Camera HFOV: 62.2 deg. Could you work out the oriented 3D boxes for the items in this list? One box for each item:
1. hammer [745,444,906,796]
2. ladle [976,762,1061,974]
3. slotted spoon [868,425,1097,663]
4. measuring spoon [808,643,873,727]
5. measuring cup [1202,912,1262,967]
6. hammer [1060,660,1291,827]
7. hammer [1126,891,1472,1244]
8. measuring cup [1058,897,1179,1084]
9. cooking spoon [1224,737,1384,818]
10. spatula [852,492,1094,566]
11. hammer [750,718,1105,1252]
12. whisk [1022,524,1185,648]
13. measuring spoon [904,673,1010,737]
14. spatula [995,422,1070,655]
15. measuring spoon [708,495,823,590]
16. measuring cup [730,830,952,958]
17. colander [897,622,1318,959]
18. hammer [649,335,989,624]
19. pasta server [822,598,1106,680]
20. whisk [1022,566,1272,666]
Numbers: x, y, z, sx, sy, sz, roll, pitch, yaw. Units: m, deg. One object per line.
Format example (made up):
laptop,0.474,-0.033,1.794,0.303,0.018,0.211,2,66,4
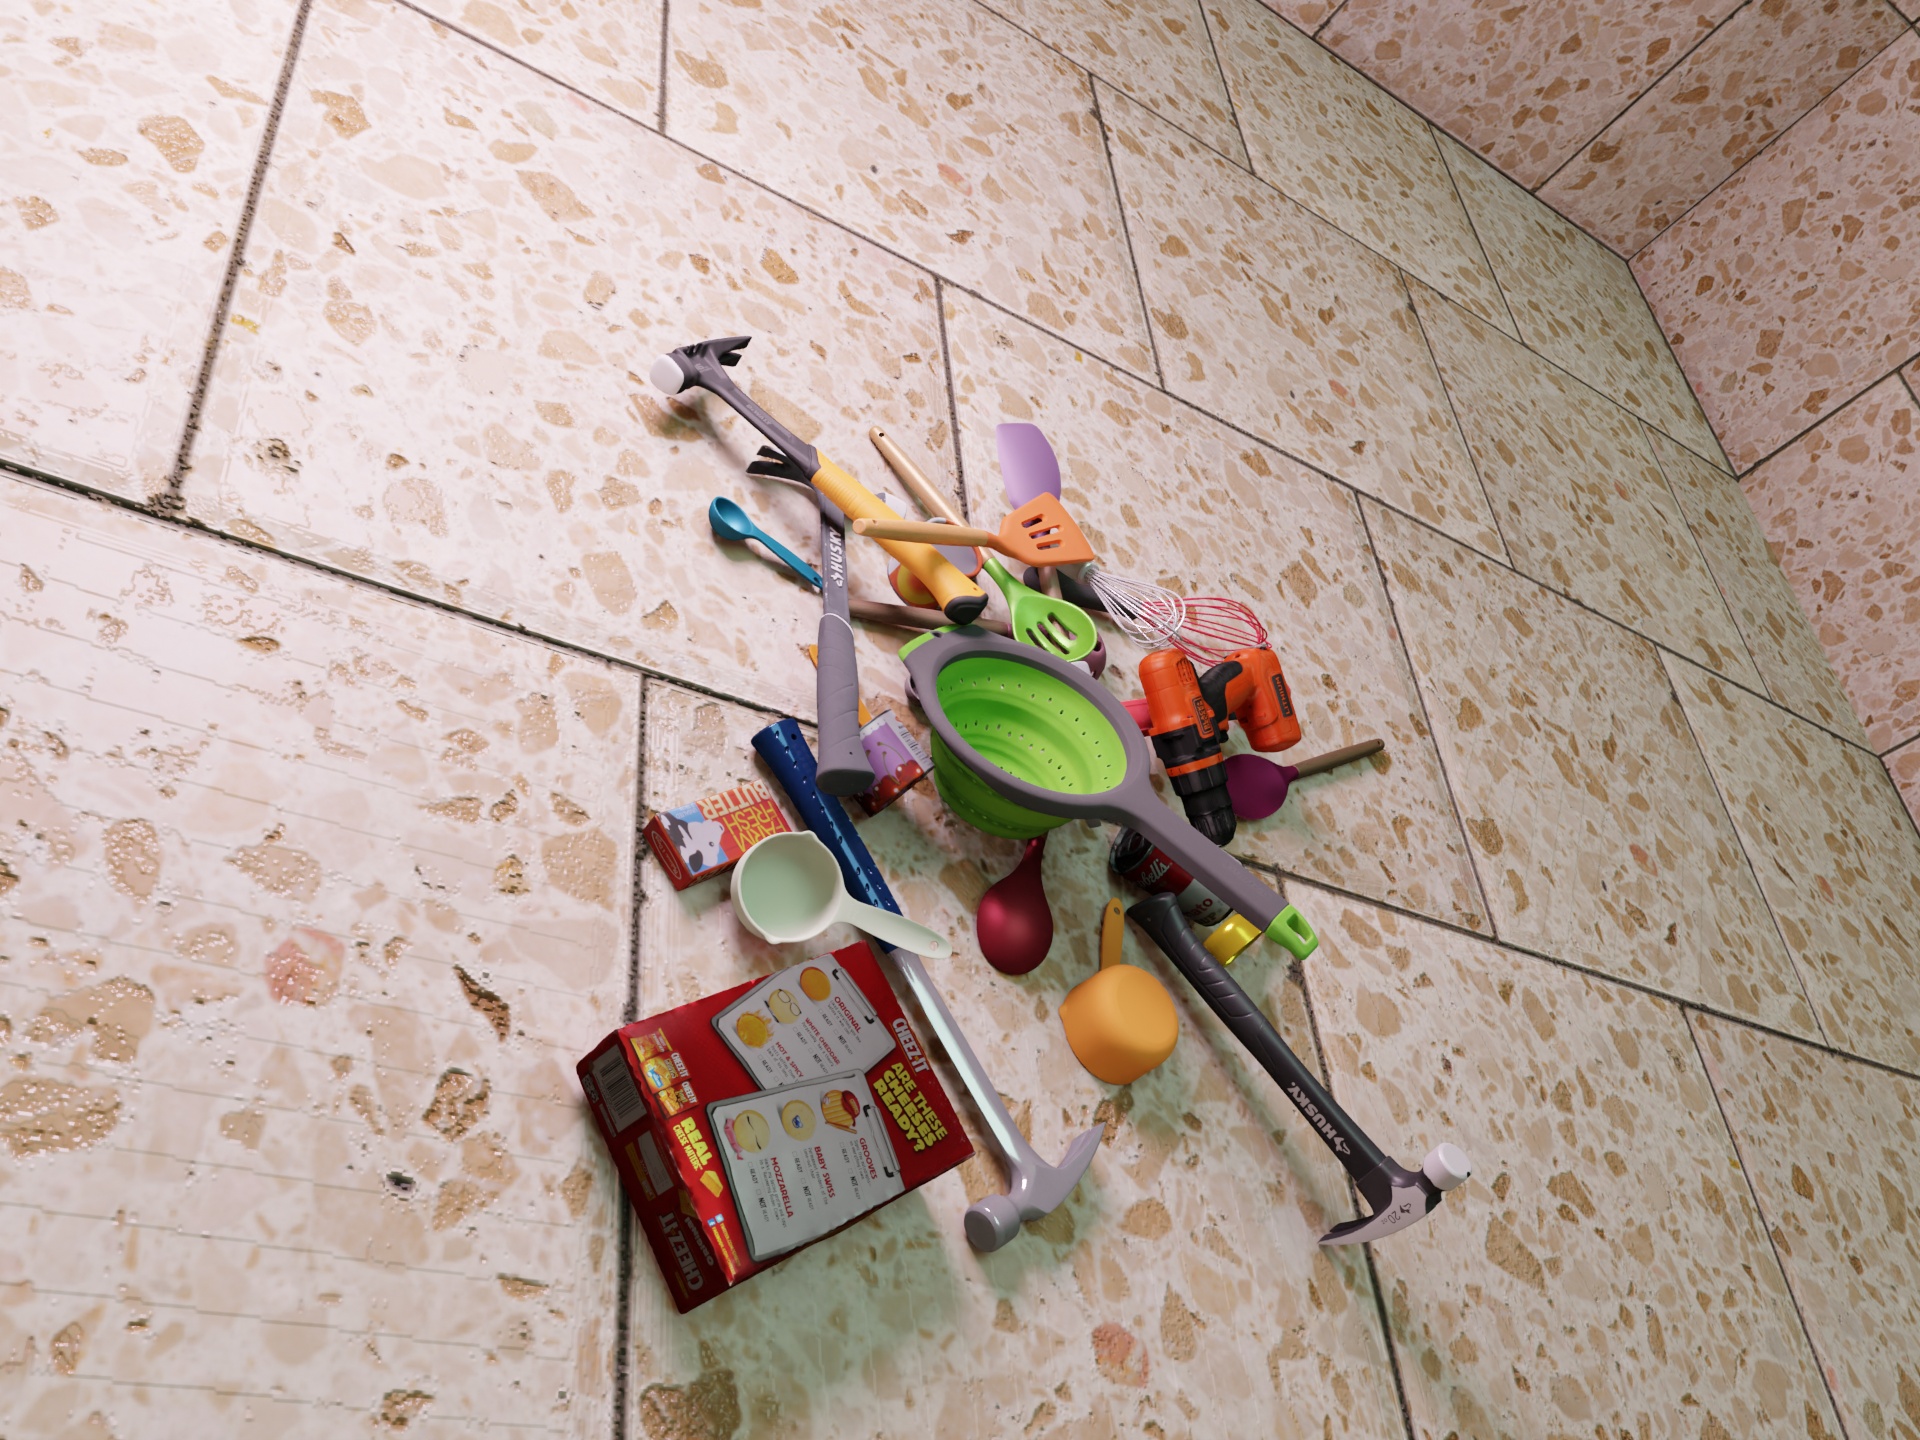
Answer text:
hammer,-0.102,-0.087,1.262,0.149,0.036,0.409,24,34,-24
ladle,0.069,0.085,1.345,0.069,0.031,0.316,34,40,-14
slotted spoon,0.012,-0.162,1.455,0.070,0.031,0.314,-32,69,-20
measuring spoon,-0.091,-0.014,1.293,0.021,0.011,0.117,-20,70,-49
measuring cup,0.258,0.183,1.425,0.029,0.062,0.156,47,28,14
hammer,0.216,0.006,1.512,0.386,0.038,0.143,-8,82,-51
hammer,0.252,0.275,1.303,0.035,0.146,0.335,-17,59,-48
measuring cup,0.135,0.206,1.283,0.095,0.052,0.174,29,45,-22
cooking spoon,0.355,0.050,1.637,0.318,0.017,0.069,-12,69,-46
spatula,0.011,-0.162,1.347,0.081,0.041,0.322,57,28,15
hammer,-0.035,0.175,1.168,0.144,0.035,0.406,-17,71,-48
whisk,0.123,-0.133,1.478,0.059,0.058,0.247,34,5,-46
measuring spoon,-0.002,-0.004,1.364,0.124,0.018,0.034,31,42,-30
spatula,0.083,-0.133,1.462,0.059,0.018,0.316,-3,72,-19
measuring spoon,-0.162,-0.139,1.328,0.128,0.021,0.042,37,26,-27
measuring cup,-0.084,0.136,1.122,0.167,0.038,0.083,25,70,-19
colander,0.104,0.078,1.269,0.397,0.094,0.204,39,35,17
hammer,-0.106,-0.204,1.344,0.337,0.034,0.127,42,33,6
pasta server,0.013,-0.080,1.428,0.316,0.040,0.060,6,55,-34
whisk,0.190,-0.107,1.589,0.295,0.073,0.073,14,50,-26
